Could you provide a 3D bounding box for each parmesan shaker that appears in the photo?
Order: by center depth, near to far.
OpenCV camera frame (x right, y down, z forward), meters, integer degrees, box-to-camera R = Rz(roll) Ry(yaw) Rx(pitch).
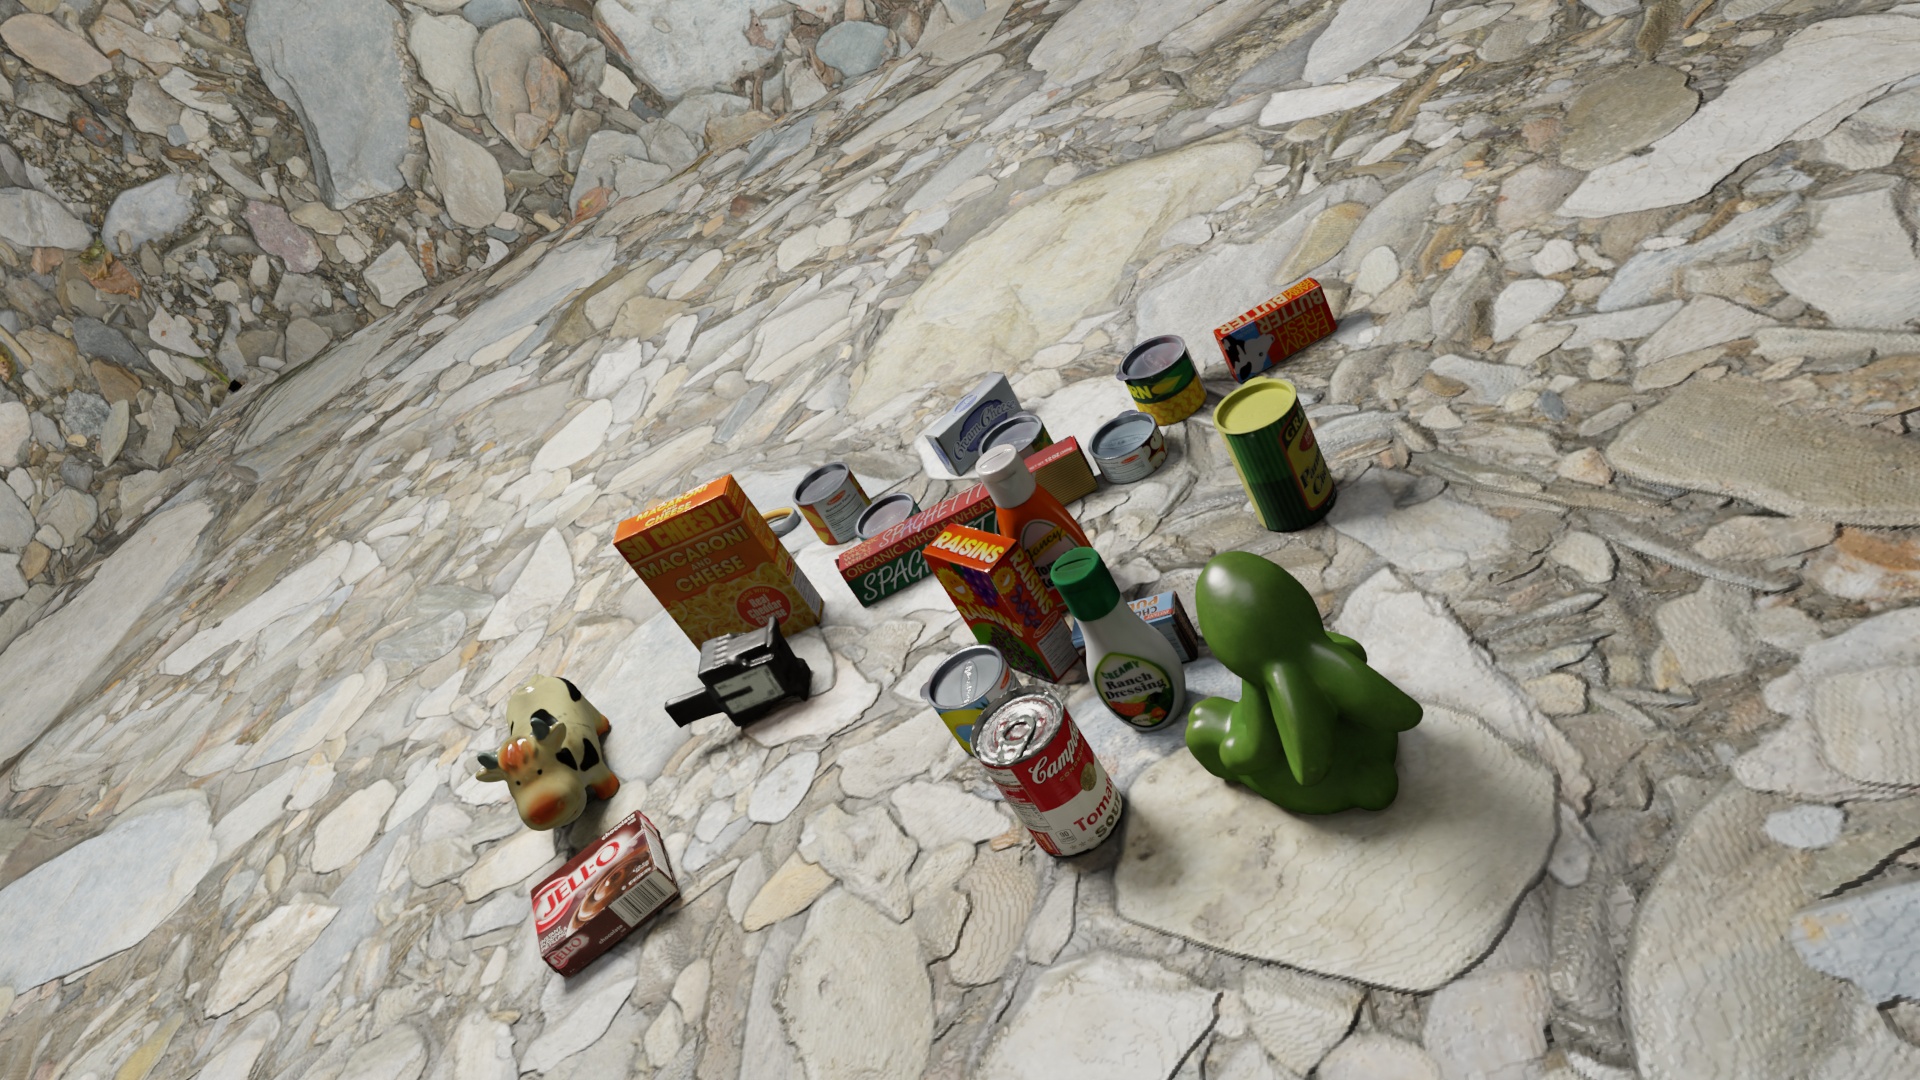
[{"bbox_3d":[0.246,-0.067,1.082,0.071,0.102,0.072,-23,32,15],"label":"parmesan shaker"}]

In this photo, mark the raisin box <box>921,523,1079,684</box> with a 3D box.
[{"bbox_3d":[0.034,0.048,1.085,0.040,0.123,0.086,-45,33,-21],"label":"raisin box"}]

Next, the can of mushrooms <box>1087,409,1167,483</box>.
[{"bbox_3d":[0.152,-0.085,1.256,0.071,0.033,0.071,-22,32,15],"label":"can of mushrooms"}]

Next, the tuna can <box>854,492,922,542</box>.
[{"bbox_3d":[-0.066,-0.012,1.344,0.071,0.032,0.071,-22,32,15],"label":"tuna can"}]

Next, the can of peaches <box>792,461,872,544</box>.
[{"bbox_3d":[-0.129,-0.038,1.412,0.071,0.058,0.071,-22,32,15],"label":"can of peaches"}]

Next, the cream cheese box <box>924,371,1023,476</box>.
[{"bbox_3d":[0.016,-0.118,1.402,0.104,0.053,0.024,-44,33,-20],"label":"cream cheese box"}]

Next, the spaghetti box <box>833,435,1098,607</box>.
[{"bbox_3d":[0.005,-0.016,1.271,0.250,0.050,0.029,-27,31,8],"label":"spaghetti box"}]

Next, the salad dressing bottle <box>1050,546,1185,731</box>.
[{"bbox_3d":[0.109,0.069,0.966,0.064,0.147,0.044,-17,34,24],"label":"salad dressing bottle"}]

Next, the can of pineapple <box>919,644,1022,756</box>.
[{"bbox_3d":[0.014,0.122,1.060,0.071,0.057,0.071,-22,32,15],"label":"can of pineapple"}]

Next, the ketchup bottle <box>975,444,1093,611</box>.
[{"bbox_3d":[0.060,-0.011,1.120,0.065,0.148,0.044,-29,31,4],"label":"ketchup bottle"}]

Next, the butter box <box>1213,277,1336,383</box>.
[{"bbox_3d":[0.288,-0.192,1.270,0.103,0.053,0.024,-29,31,4],"label":"butter box"}]

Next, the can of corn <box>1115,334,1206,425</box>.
[{"bbox_3d":[0.186,-0.147,1.290,0.071,0.058,0.071,-22,32,15],"label":"can of corn"}]

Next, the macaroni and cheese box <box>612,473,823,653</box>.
[{"bbox_3d":[-0.224,0.030,1.294,0.123,0.166,0.040,-23,32,15],"label":"macaroni and cheese box"}]

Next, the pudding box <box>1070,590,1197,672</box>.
[{"bbox_3d":[0.130,0.073,1.037,0.083,0.049,0.030,-17,34,22],"label":"pudding box"}]

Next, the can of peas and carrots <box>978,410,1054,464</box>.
[{"bbox_3d":[0.059,-0.077,1.302,0.071,0.058,0.071,-23,32,15],"label":"can of peas and carrots"}]
